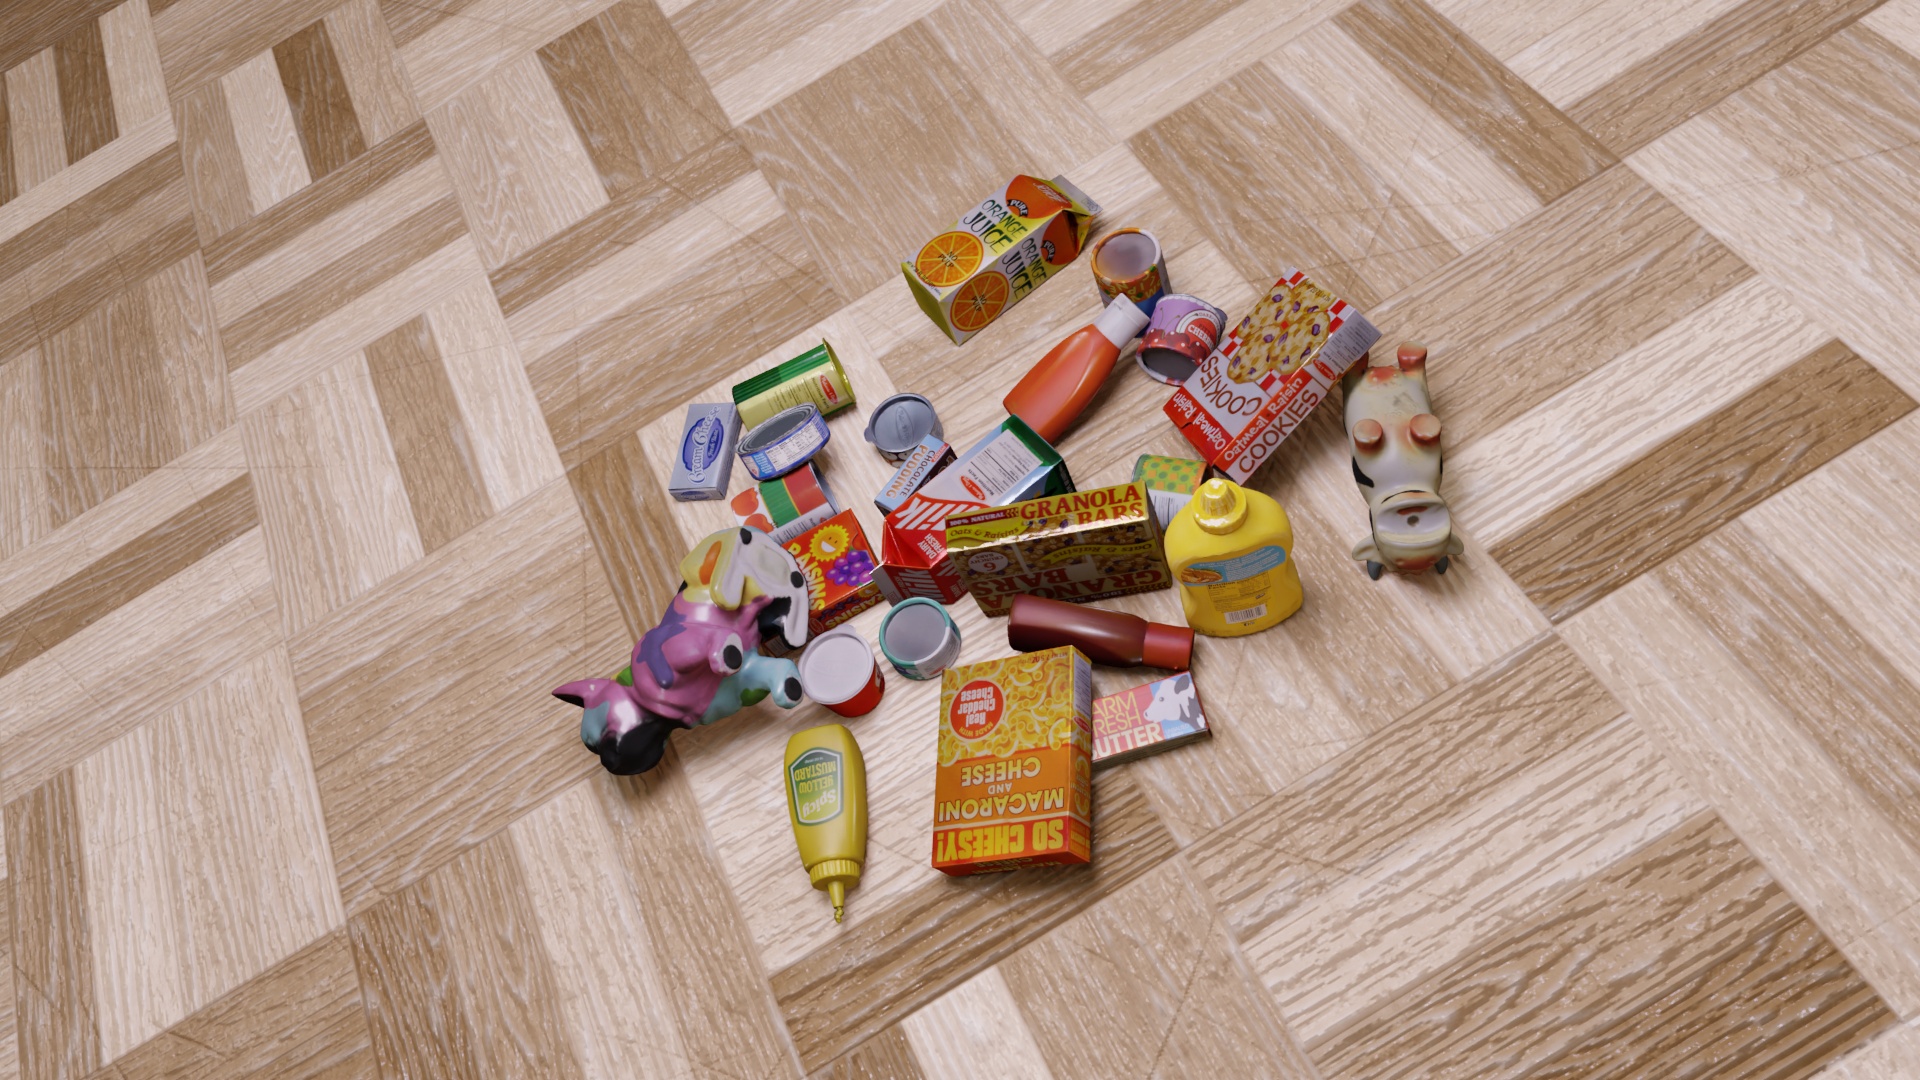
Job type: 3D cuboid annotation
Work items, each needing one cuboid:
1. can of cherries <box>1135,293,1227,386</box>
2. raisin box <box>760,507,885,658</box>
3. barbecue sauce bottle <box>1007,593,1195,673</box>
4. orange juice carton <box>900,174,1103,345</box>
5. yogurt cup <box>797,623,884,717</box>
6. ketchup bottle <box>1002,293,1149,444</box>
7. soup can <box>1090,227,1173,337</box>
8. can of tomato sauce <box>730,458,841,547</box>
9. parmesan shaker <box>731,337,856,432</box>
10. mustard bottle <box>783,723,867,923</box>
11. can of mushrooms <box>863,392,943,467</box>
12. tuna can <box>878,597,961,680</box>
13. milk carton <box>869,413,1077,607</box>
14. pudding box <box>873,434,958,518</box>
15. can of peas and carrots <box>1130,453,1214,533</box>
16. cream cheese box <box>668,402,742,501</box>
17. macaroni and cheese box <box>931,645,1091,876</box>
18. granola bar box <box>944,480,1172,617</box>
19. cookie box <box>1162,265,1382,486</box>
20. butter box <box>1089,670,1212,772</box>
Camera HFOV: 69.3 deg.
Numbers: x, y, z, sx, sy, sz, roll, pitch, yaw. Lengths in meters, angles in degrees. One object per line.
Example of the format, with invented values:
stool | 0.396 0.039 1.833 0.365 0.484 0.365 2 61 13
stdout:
can of cherries | 0.200 -0.180 1.249 0.071 0.071 0.058 15 67 25
raisin box | -0.133 0.038 1.252 0.123 0.040 0.086 -28 56 0
barbecue sauce bottle | 0.115 0.078 1.136 0.148 0.064 0.044 9 67 13
orange juice carton | 0.044 -0.286 1.359 0.193 0.072 0.072 -38 57 -6
yogurt cup | -0.098 0.117 1.186 0.072 0.053 0.073 -8 59 14
ketchup bottle | 0.107 -0.157 1.255 0.148 0.043 0.065 -46 51 13
soup can | 0.158 -0.238 1.288 0.071 0.083 0.071 -8 60 14
can of tomato sauce | -0.162 -0.031 1.285 0.083 0.071 0.071 -28 57 2
parmesan shaker | -0.163 -0.144 1.347 0.103 0.071 0.071 -24 57 4
mustard bottle | -0.105 0.230 1.127 0.065 0.048 0.161 -17 57 10
can of mushrooms | -0.053 -0.103 1.310 0.071 0.033 0.071 -8 60 14
tuna can | -0.037 0.083 1.198 0.071 0.032 0.071 -8 60 14
milk carton | 0.004 -0.015 1.218 0.191 0.072 0.073 -39 57 -7
pudding box | -0.037 -0.049 1.264 0.030 0.049 0.084 30 73 31
can of peas and carrots | 0.180 -0.040 1.178 0.059 0.070 0.071 9 65 22
cream cheese box | -0.250 -0.089 1.371 0.053 0.024 0.104 -2 61 18
macaroni and cheese box | 0.042 0.175 1.100 0.123 0.040 0.167 -14 57 28
granola bar box | 0.083 0.011 1.146 0.165 0.123 0.039 -10 59 13
cookie box | 0.256 -0.140 1.165 0.167 0.040 0.123 -48 27 13
butter box | 0.143 0.145 1.109 0.103 0.024 0.053 -18 57 8
